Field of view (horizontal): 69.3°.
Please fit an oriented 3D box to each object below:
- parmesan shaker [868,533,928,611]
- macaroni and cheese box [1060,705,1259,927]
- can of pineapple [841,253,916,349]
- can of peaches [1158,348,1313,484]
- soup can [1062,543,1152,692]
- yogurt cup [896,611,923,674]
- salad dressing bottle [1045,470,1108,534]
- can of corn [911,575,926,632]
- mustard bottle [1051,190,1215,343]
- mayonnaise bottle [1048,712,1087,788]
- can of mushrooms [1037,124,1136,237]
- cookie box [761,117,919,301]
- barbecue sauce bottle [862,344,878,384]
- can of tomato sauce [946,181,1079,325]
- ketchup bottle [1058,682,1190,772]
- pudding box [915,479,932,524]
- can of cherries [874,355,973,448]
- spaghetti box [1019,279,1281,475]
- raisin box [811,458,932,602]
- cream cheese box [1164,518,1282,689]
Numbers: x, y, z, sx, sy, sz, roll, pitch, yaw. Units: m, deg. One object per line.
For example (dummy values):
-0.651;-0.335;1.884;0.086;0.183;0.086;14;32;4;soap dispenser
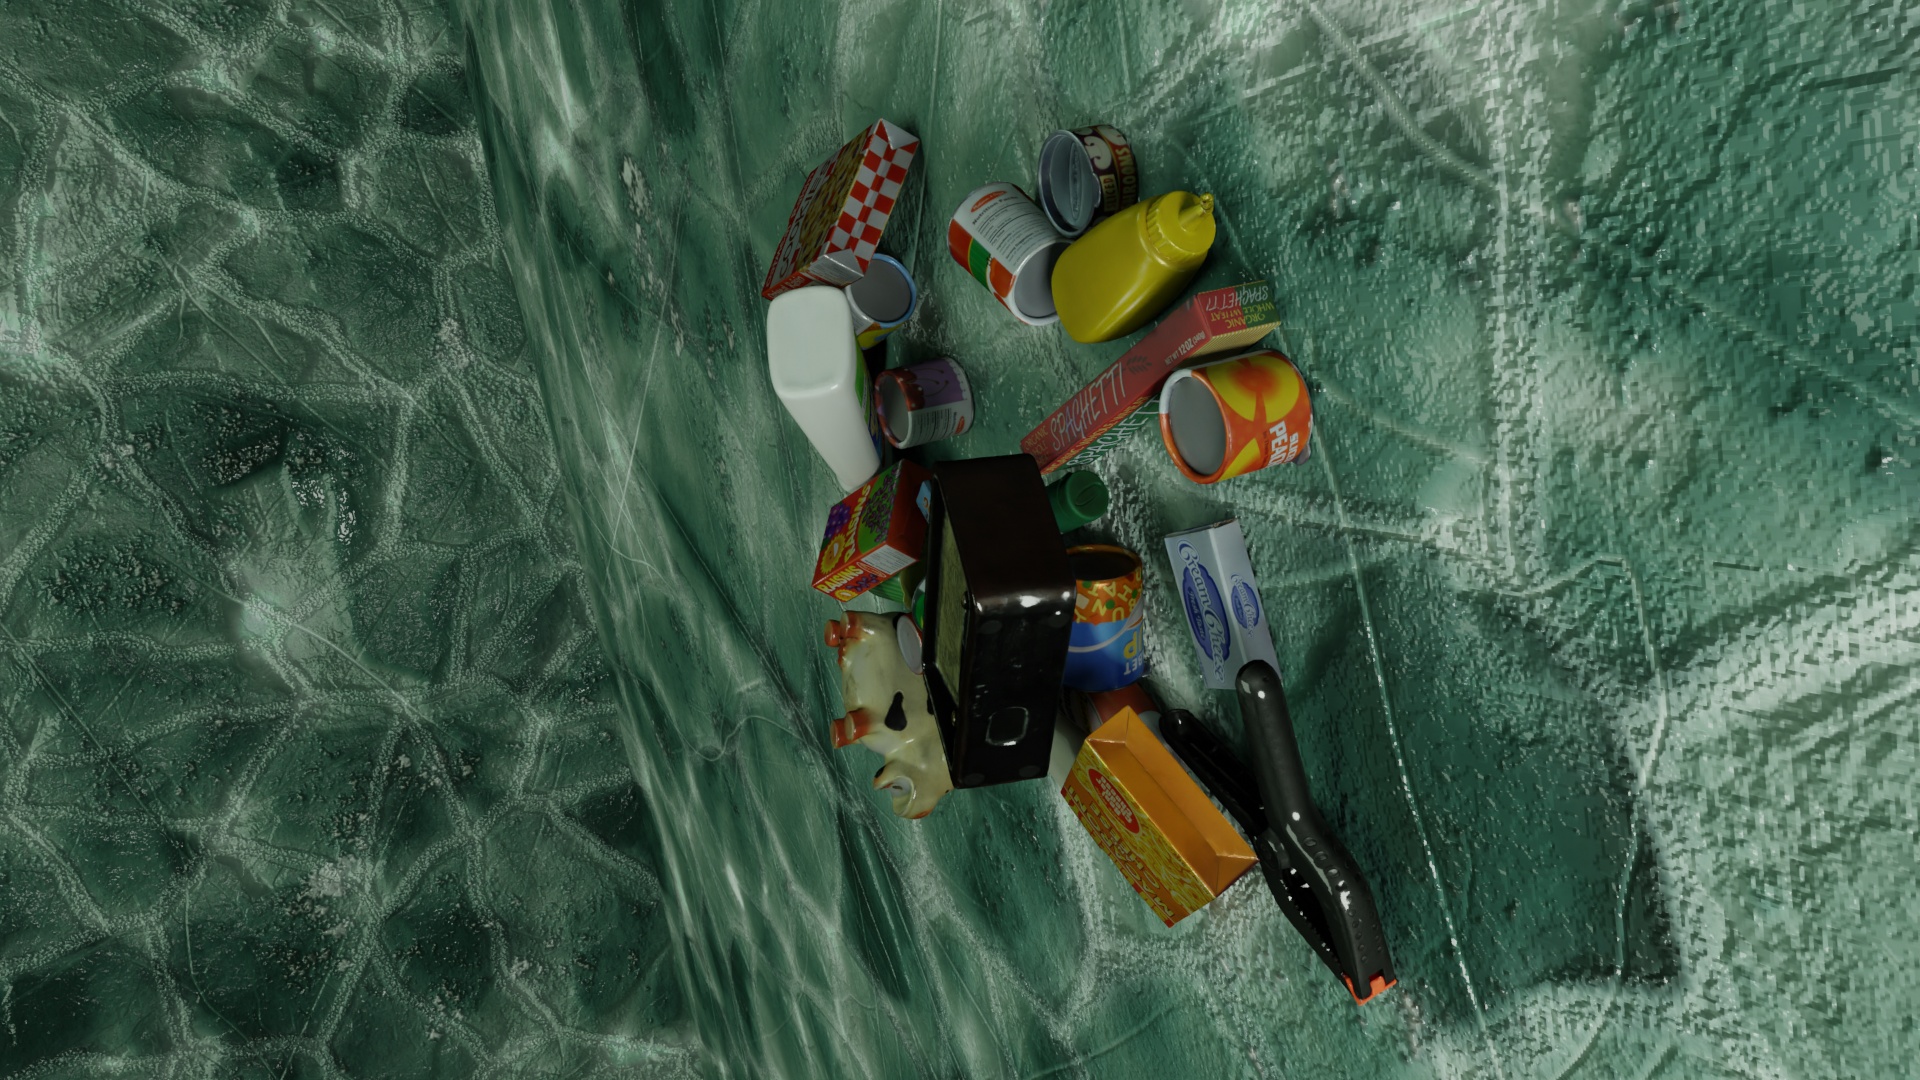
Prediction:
-0.046;0.026;1.225;0.103;0.071;0.071;8;112;63;parmesan shaker
0.124;0.187;0.919;0.124;0.040;0.165;50;164;16;macaroni and cheese box
-0.076;-0.201;1.162;0.057;0.071;0.071;-24;83;59;can of pineapple
0.153;-0.067;0.770;0.071;0.058;0.071;42;140;50;can of peaches
0.096;0.052;0.955;0.071;0.071;0.083;34;133;55;soup can
-0.021;0.086;1.230;0.072;0.054;0.072;43;141;50;yogurt cup
0.052;-0.013;1.015;0.044;0.064;0.147;55;148;-4;salad dressing bottle
0.003;0.062;1.153;0.058;0.071;0.071;31;131;56;can of corn
0.108;-0.166;0.817;0.160;0.049;0.065;-27;80;64;mustard bottle
0.084;0.157;1.068;0.148;0.041;0.064;51;148;39;mayonnaise bottle
0.080;-0.223;0.863;0.071;0.033;0.070;42;139;50;can of mushrooms
-0.103;-0.262;1.140;0.167;0.040;0.123;-3;64;65;cookie box
-0.105;-0.138;1.289;0.065;0.044;0.147;53;148;39;barbecue sauce bottle
0.040;-0.190;0.927;0.083;0.071;0.070;50;146;40;can of tomato sauce
0.109;0.120;0.990;0.149;0.044;0.064;36;142;53;ketchup bottle
0.004;-0.014;1.124;0.084;0.050;0.030;60;150;28;pudding box
-0.032;-0.114;1.130;0.072;0.058;0.071;42;140;49;can of cherries
0.108;-0.093;0.859;0.249;0.050;0.029;-38;69;64;spaghetti box
-0.074;-0.007;1.187;0.123;0.040;0.086;-29;42;48;raisin box
0.161;0.041;0.856;0.053;0.024;0.103;-15;90;65;cream cheese box
